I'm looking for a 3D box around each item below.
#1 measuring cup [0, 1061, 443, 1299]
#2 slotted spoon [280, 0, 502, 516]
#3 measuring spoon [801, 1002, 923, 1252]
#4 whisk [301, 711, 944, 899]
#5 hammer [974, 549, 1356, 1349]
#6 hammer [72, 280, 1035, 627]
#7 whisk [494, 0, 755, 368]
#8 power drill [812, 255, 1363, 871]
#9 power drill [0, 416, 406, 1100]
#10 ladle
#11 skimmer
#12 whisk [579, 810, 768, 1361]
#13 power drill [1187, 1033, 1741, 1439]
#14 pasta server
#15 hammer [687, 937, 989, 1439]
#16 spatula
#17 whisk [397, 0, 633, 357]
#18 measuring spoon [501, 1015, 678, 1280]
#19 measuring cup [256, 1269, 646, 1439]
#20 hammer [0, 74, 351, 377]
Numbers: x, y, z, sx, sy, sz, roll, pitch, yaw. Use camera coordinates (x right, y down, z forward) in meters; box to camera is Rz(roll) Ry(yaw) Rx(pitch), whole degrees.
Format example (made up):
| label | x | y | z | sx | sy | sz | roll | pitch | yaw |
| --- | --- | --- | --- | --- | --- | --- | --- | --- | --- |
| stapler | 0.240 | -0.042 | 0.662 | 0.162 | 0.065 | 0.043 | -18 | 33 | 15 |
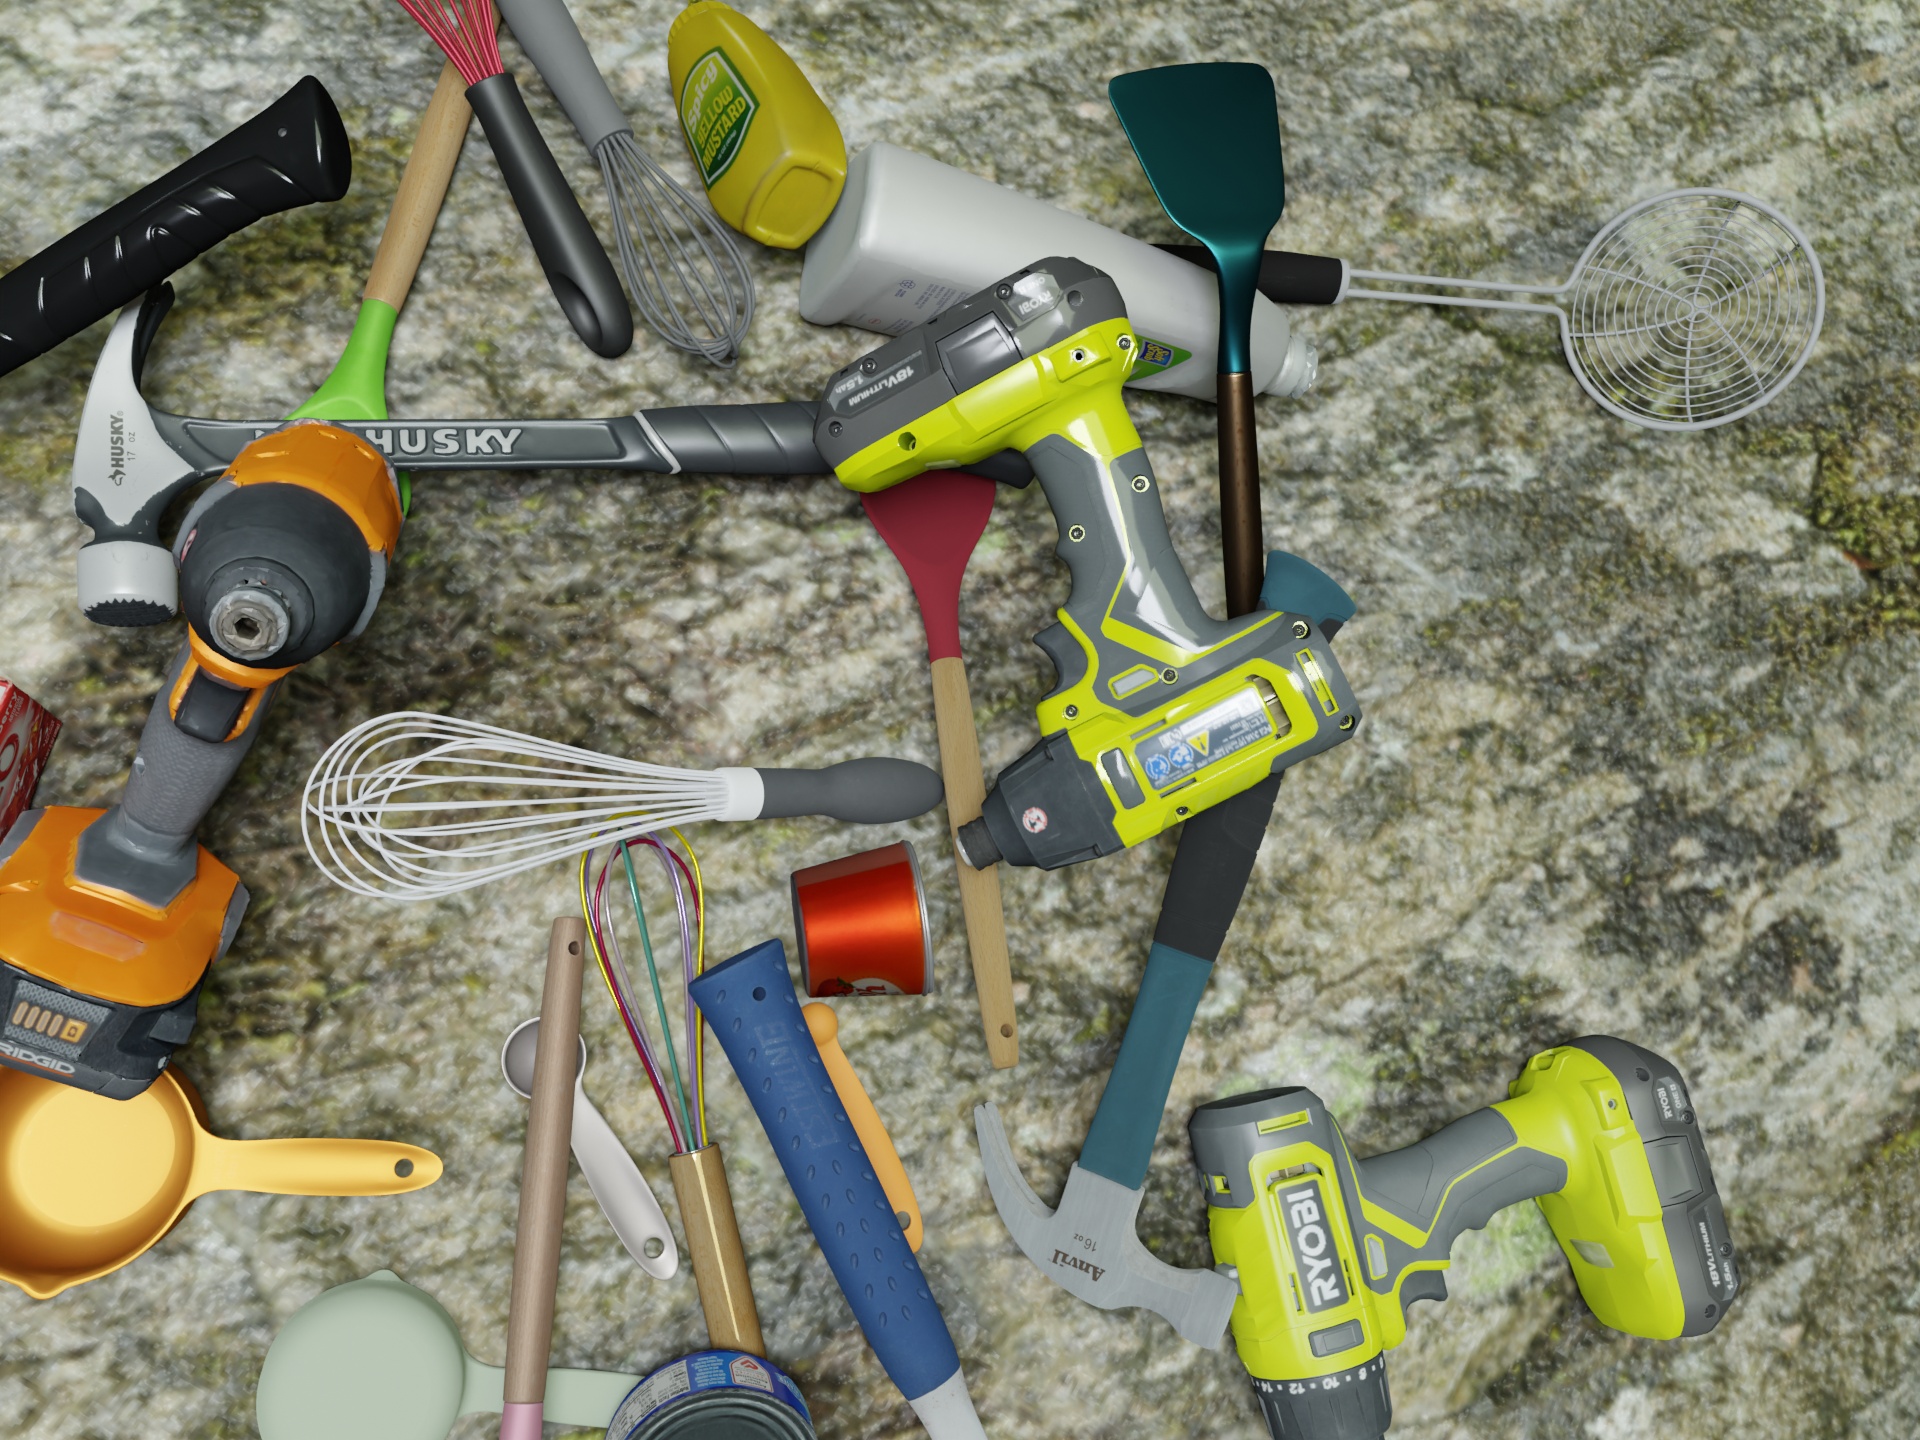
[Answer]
| label | x | y | z | sx | sy | sz | roll | pitch | yaw |
| --- | --- | --- | --- | --- | --- | --- | --- | --- | --- |
| measuring cup | -0.288 | 0.167 | 0.605 | 0.173 | 0.052 | 0.095 | 7 | 77 | -17 |
| slotted spoon | -0.249 | -0.205 | 0.710 | 0.070 | 0.031 | 0.314 | 15 | 73 | -13 |
| measuring spoon | -0.043 | 0.178 | 0.693 | 0.021 | 0.011 | 0.117 | -23 | 85 | -19 |
| whisk | -0.119 | 0.029 | 0.642 | 0.284 | 0.070 | 0.070 | 0 | 77 | -39 |
| hammer | 0.102 | 0.087 | 0.688 | 0.128 | 0.033 | 0.331 | 18 | 87 | 17 |
| hammer | -0.152 | -0.123 | 0.683 | 0.409 | 0.036 | 0.149 | -4 | 75 | -17 |
| whisk | -0.163 | -0.267 | 0.731 | 0.055 | 0.055 | 0.239 | -30 | 88 | -20 |
| power drill | 0.039 | -0.057 | 0.654 | 0.171 | 0.080 | 0.223 | -27 | 90 | 8 |
| power drill | -0.266 | 0.012 | 0.545 | 0.084 | 0.164 | 0.226 | 27 | 102 | -22 |
| ladle | -0.001 | -0.002 | 0.720 | 0.069 | 0.031 | 0.316 | -2 | 73 | -19 |
| skimmer | 0.265 | -0.222 | 0.827 | 0.363 | 0.090 | 0.127 | 1 | 109 | -14 |
| whisk | -0.113 | 0.157 | 0.663 | 0.047 | 0.051 | 0.245 | -12 | 85 | -24 |
| power drill | 0.228 | 0.248 | 0.723 | 0.228 | 0.080 | 0.191 | -10 | 80 | -15 |
| pasta server | -0.160 | 0.231 | 0.607 | 0.060 | 0.040 | 0.316 | 17 | 66 | -40 |
| hammer | -0.011 | 0.283 | 0.650 | 0.144 | 0.035 | 0.405 | -26 | 91 | -19 |
| spatula | 0.125 | -0.138 | 0.740 | 0.082 | 0.044 | 0.317 | -13 | 110 | -19 |
| whisk | -0.217 | -0.299 | 0.701 | 0.073 | 0.073 | 0.295 | -29 | 102 | -20 |
| measuring spoon | -0.152 | 0.179 | 0.663 | 0.034 | 0.018 | 0.124 | -30 | 95 | -22 |
| measuring cup | -0.186 | 0.264 | 0.619 | 0.167 | 0.038 | 0.083 | 10 | 76 | -13 |
| hammer | -0.380 | -0.145 | 0.604 | 0.335 | 0.035 | 0.146 | -34 | 83 | -3 |
